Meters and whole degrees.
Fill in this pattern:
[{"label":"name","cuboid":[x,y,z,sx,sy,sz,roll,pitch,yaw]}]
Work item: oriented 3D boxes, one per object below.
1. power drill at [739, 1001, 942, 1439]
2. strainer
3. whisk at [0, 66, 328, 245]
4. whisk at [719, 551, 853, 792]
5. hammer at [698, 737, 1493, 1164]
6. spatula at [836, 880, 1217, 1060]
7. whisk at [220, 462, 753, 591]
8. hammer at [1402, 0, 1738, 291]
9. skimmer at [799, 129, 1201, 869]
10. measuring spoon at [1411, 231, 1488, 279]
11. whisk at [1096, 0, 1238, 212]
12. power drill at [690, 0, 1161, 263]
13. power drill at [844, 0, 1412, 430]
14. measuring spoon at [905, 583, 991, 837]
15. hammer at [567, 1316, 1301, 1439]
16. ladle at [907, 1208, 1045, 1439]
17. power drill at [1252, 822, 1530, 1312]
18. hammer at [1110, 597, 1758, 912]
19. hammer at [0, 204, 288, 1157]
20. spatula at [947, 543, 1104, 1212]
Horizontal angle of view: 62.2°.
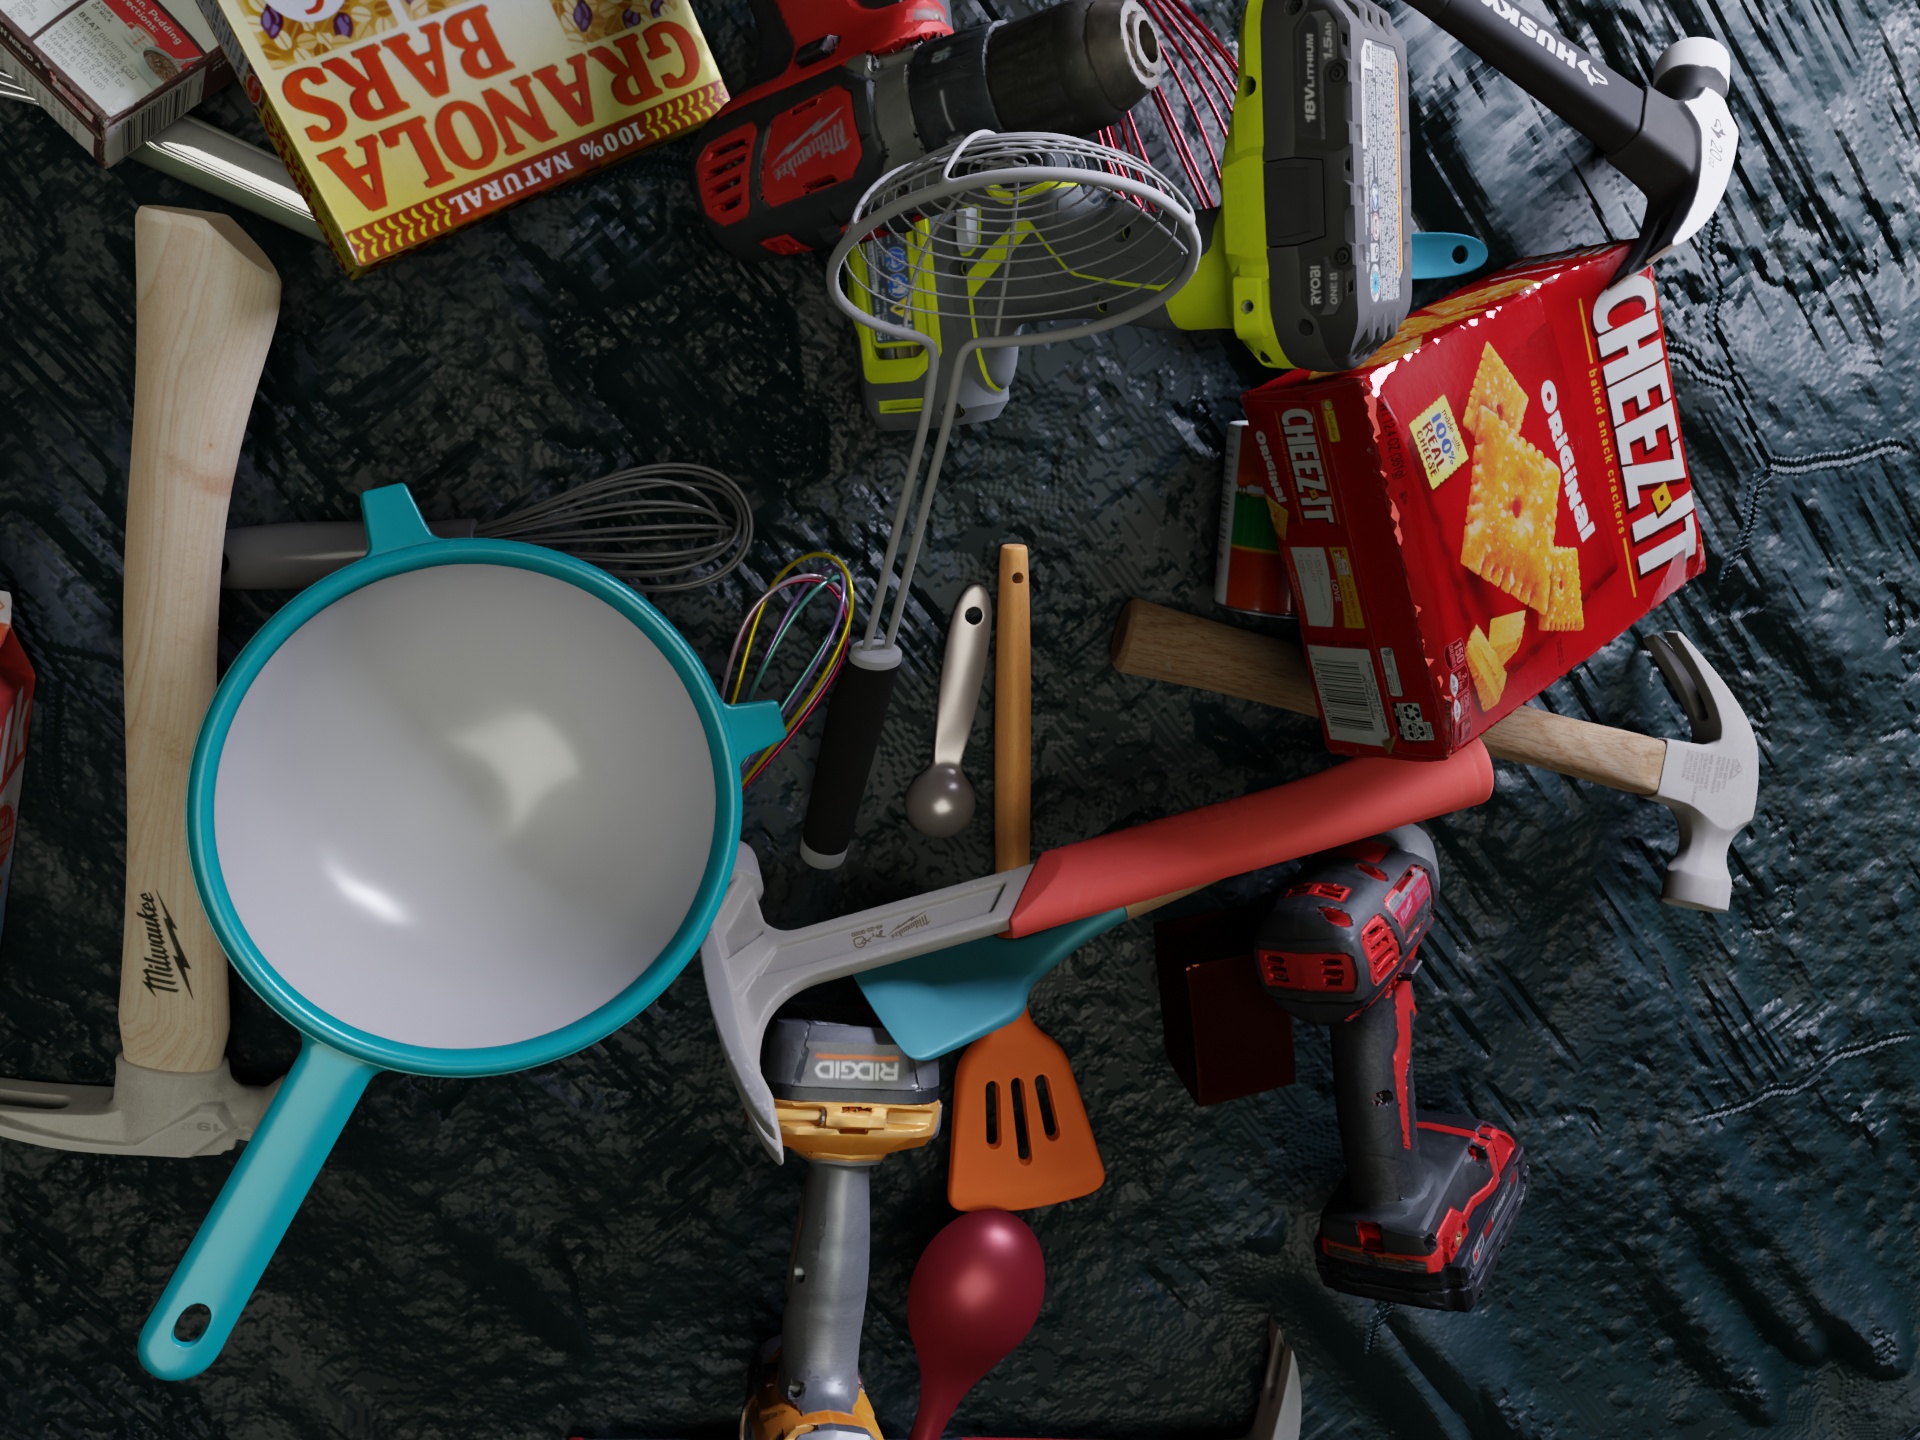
[{"label":"power drill","cuboid":[-0.066,0.248,0.740,0.084,0.185,0.226,5,84,-12]},{"label":"strainer","cuboid":[-0.232,0.090,0.647,0.210,0.095,0.340,31,78,-22]},{"label":"whisk","cuboid":[-0.345,-0.242,0.608,0.246,0.059,0.058,22,72,-19]},{"label":"whisk","cuboid":[-0.114,0.032,0.728,0.047,0.051,0.245,31,102,5]},{"label":"hammer","cuboid":[0.067,0.073,0.689,0.359,0.149,0.036,-14,137,-9]},{"label":"spatula","cuboid":[0.098,0.071,0.745,0.317,0.082,0.044,-23,141,-17]},{"label":"whisk","cuboid":[-0.208,-0.077,0.676,0.239,0.055,0.055,-5,105,-5]},{"label":"hammer","cuboid":[0.185,-0.306,0.654,0.334,0.035,0.146,27,61,-15]},{"label":"skimmer","cuboid":[-0.014,-0.056,0.621,0.127,0.090,0.363,0,130,-22]},{"label":"measuring spoon","cuboid":[0.183,-0.211,0.730,0.128,0.021,0.042,-7,102,-18]},{"label":"whisk","cuboid":[0.056,-0.317,0.655,0.073,0.073,0.295,-29,102,-2]},{"label":"power drill","cuboid":[-0.029,-0.295,0.573,0.188,0.080,0.226,-7,96,33]},{"label":"power drill","cuboid":[0.051,-0.215,0.621,0.228,0.080,0.190,3,107,30]},{"label":"measuring spoon","cuboid":[-0.001,-0.002,0.746,0.034,0.018,0.124,7,102,-12]},{"label":"hammer","cuboid":[-0.010,0.380,0.834,0.386,0.038,0.143,6,102,-12]},{"label":"ladle","cuboid":[-0.031,0.386,0.796,0.069,0.031,0.315,17,104,-15]},{"label":"power drill","cuboid":[0.211,0.159,0.775,0.078,0.143,0.219,-3,110,37]},{"label":"hammer","cuboid":[0.234,-0.005,0.770,0.331,0.031,0.130,14,84,-9]},{"label":"hammer","cuboid":[-0.334,0.000,0.655,0.146,0.038,0.410,7,109,-11]},{"label":"spatula","cuboid":[0.028,0.078,0.761,0.081,0.041,0.322,-4,104,-14]}]
